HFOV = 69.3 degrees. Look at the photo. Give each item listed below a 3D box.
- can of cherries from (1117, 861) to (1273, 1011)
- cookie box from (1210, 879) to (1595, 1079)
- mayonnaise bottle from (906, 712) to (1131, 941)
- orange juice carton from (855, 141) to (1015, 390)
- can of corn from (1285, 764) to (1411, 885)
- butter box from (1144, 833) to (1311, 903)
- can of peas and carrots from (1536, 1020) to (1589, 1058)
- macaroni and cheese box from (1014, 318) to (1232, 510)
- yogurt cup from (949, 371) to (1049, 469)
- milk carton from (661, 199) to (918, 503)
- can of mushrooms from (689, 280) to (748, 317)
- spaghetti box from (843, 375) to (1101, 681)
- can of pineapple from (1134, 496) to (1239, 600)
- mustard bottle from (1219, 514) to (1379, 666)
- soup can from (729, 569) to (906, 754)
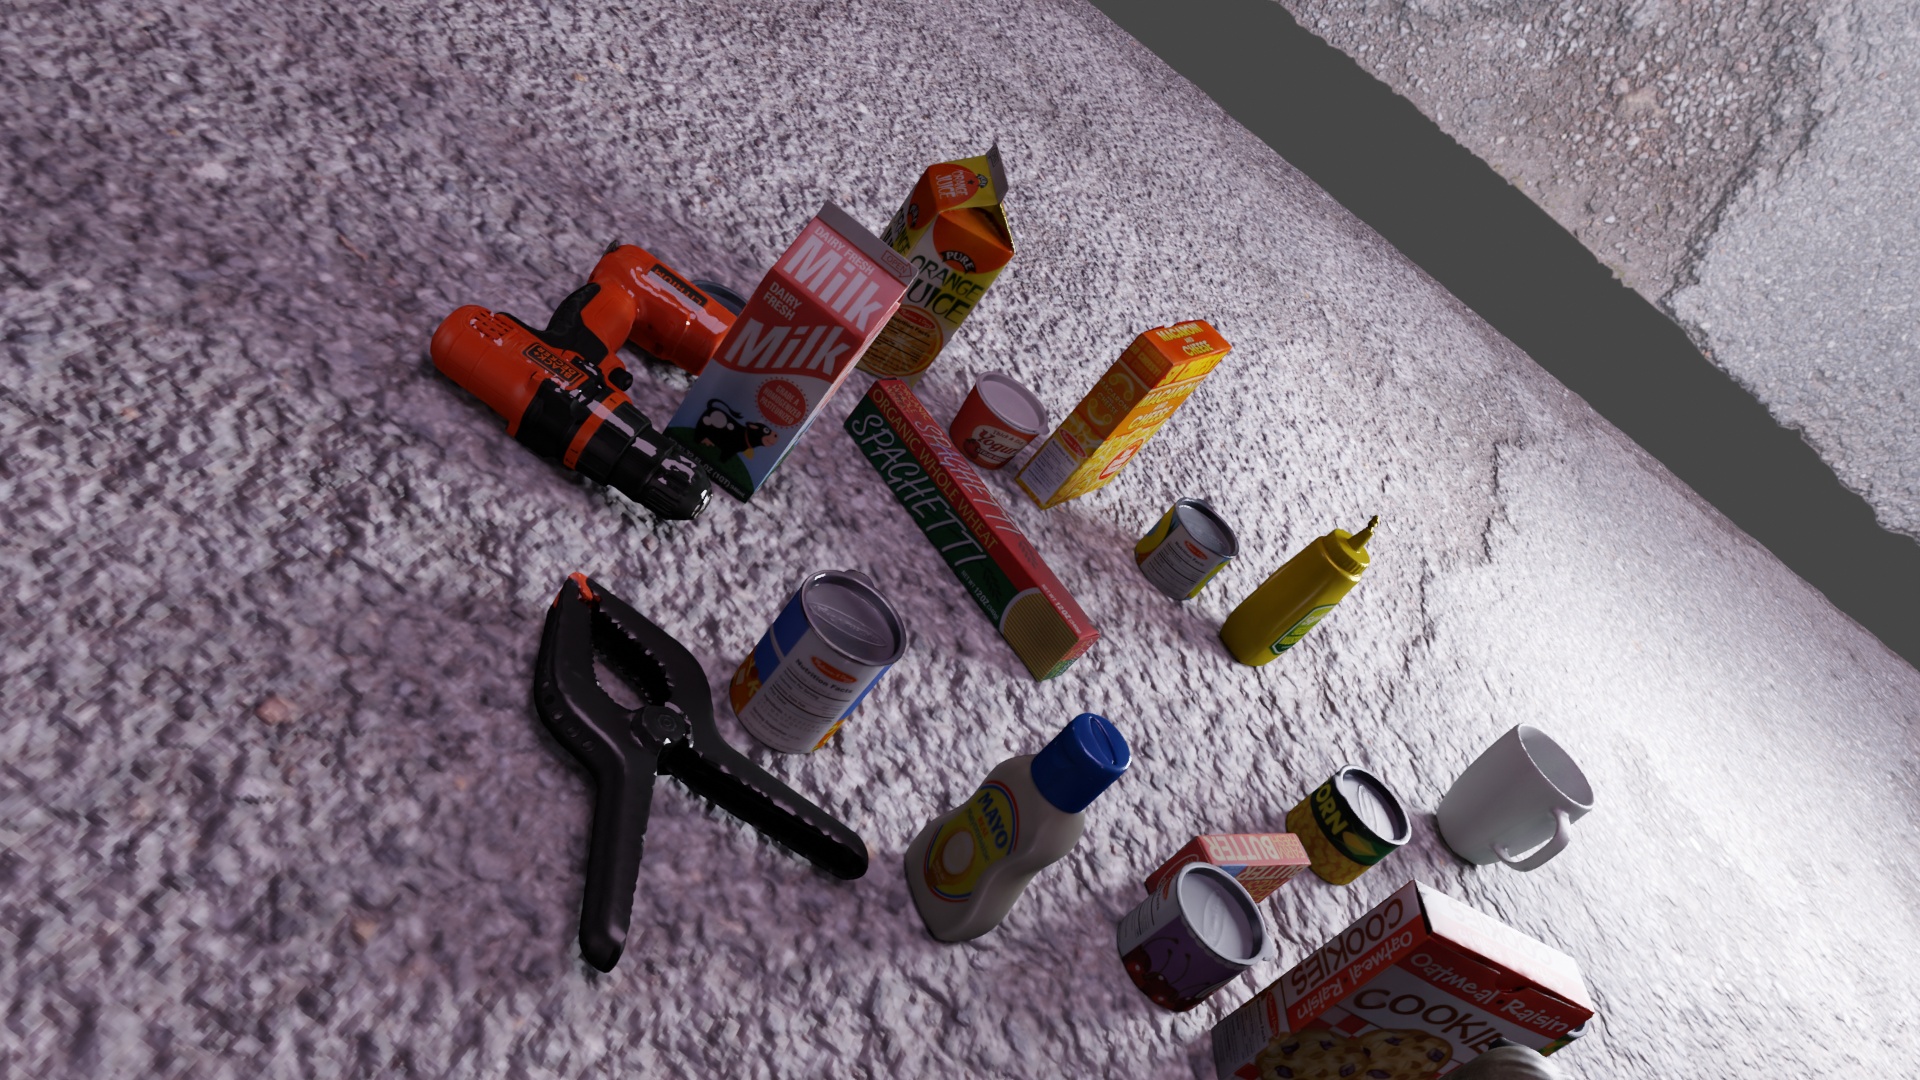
[{"bbox_3d":[0.136,0.233,0.808,0.071,0.058,0.072,27,34,-20],"label":"can of cherries"},{"bbox_3d":[0.242,0.268,0.771,0.123,0.166,0.040,28,33,-19],"label":"cookie box"},{"bbox_3d":[0.029,0.146,0.719,0.041,0.147,0.065,11,42,-39],"label":"mayonnaise bottle"},{"bbox_3d":[-0.021,-0.216,1.078,0.073,0.191,0.072,23,35,-27],"label":"orange juice carton"},{"bbox_3d":[0.274,0.202,0.991,0.071,0.058,0.071,27,34,-20],"label":"can of corn"},{"bbox_3d":[0.170,0.209,0.878,0.103,0.053,0.024,9,43,-40],"label":"butter box"},{"bbox_3d":[0.384,0.322,0.956,0.071,0.058,0.071,27,34,-20],"label":"can of peas and carrots"},{"bbox_3d":[0.131,-0.103,1.122,0.040,0.165,0.124,48,32,13],"label":"macaroni and cheese box"},{"bbox_3d":[0.028,-0.094,1.108,0.072,0.053,0.073,27,34,-20],"label":"yogurt cup"},{"bbox_3d":[-0.104,-0.120,0.872,0.072,0.189,0.074,37,31,-5],"label":"milk carton"},{"bbox_3d":[-0.173,-0.149,0.986,0.071,0.033,0.071,27,34,-20],"label":"can of mushrooms"},{"bbox_3d":[0.004,-0.012,0.984,0.029,0.050,0.250,-10,57,-52],"label":"spaghetti box"},{"bbox_3d":[0.187,0.006,1.146,0.071,0.057,0.071,27,34,-20],"label":"can of pineapple"},{"bbox_3d":[0.277,0.037,1.105,0.065,0.159,0.049,-4,52,-49],"label":"mustard bottle"},{"bbox_3d":[-0.079,0.066,0.767,0.071,0.083,0.072,27,33,-20],"label":"soup can"}]
